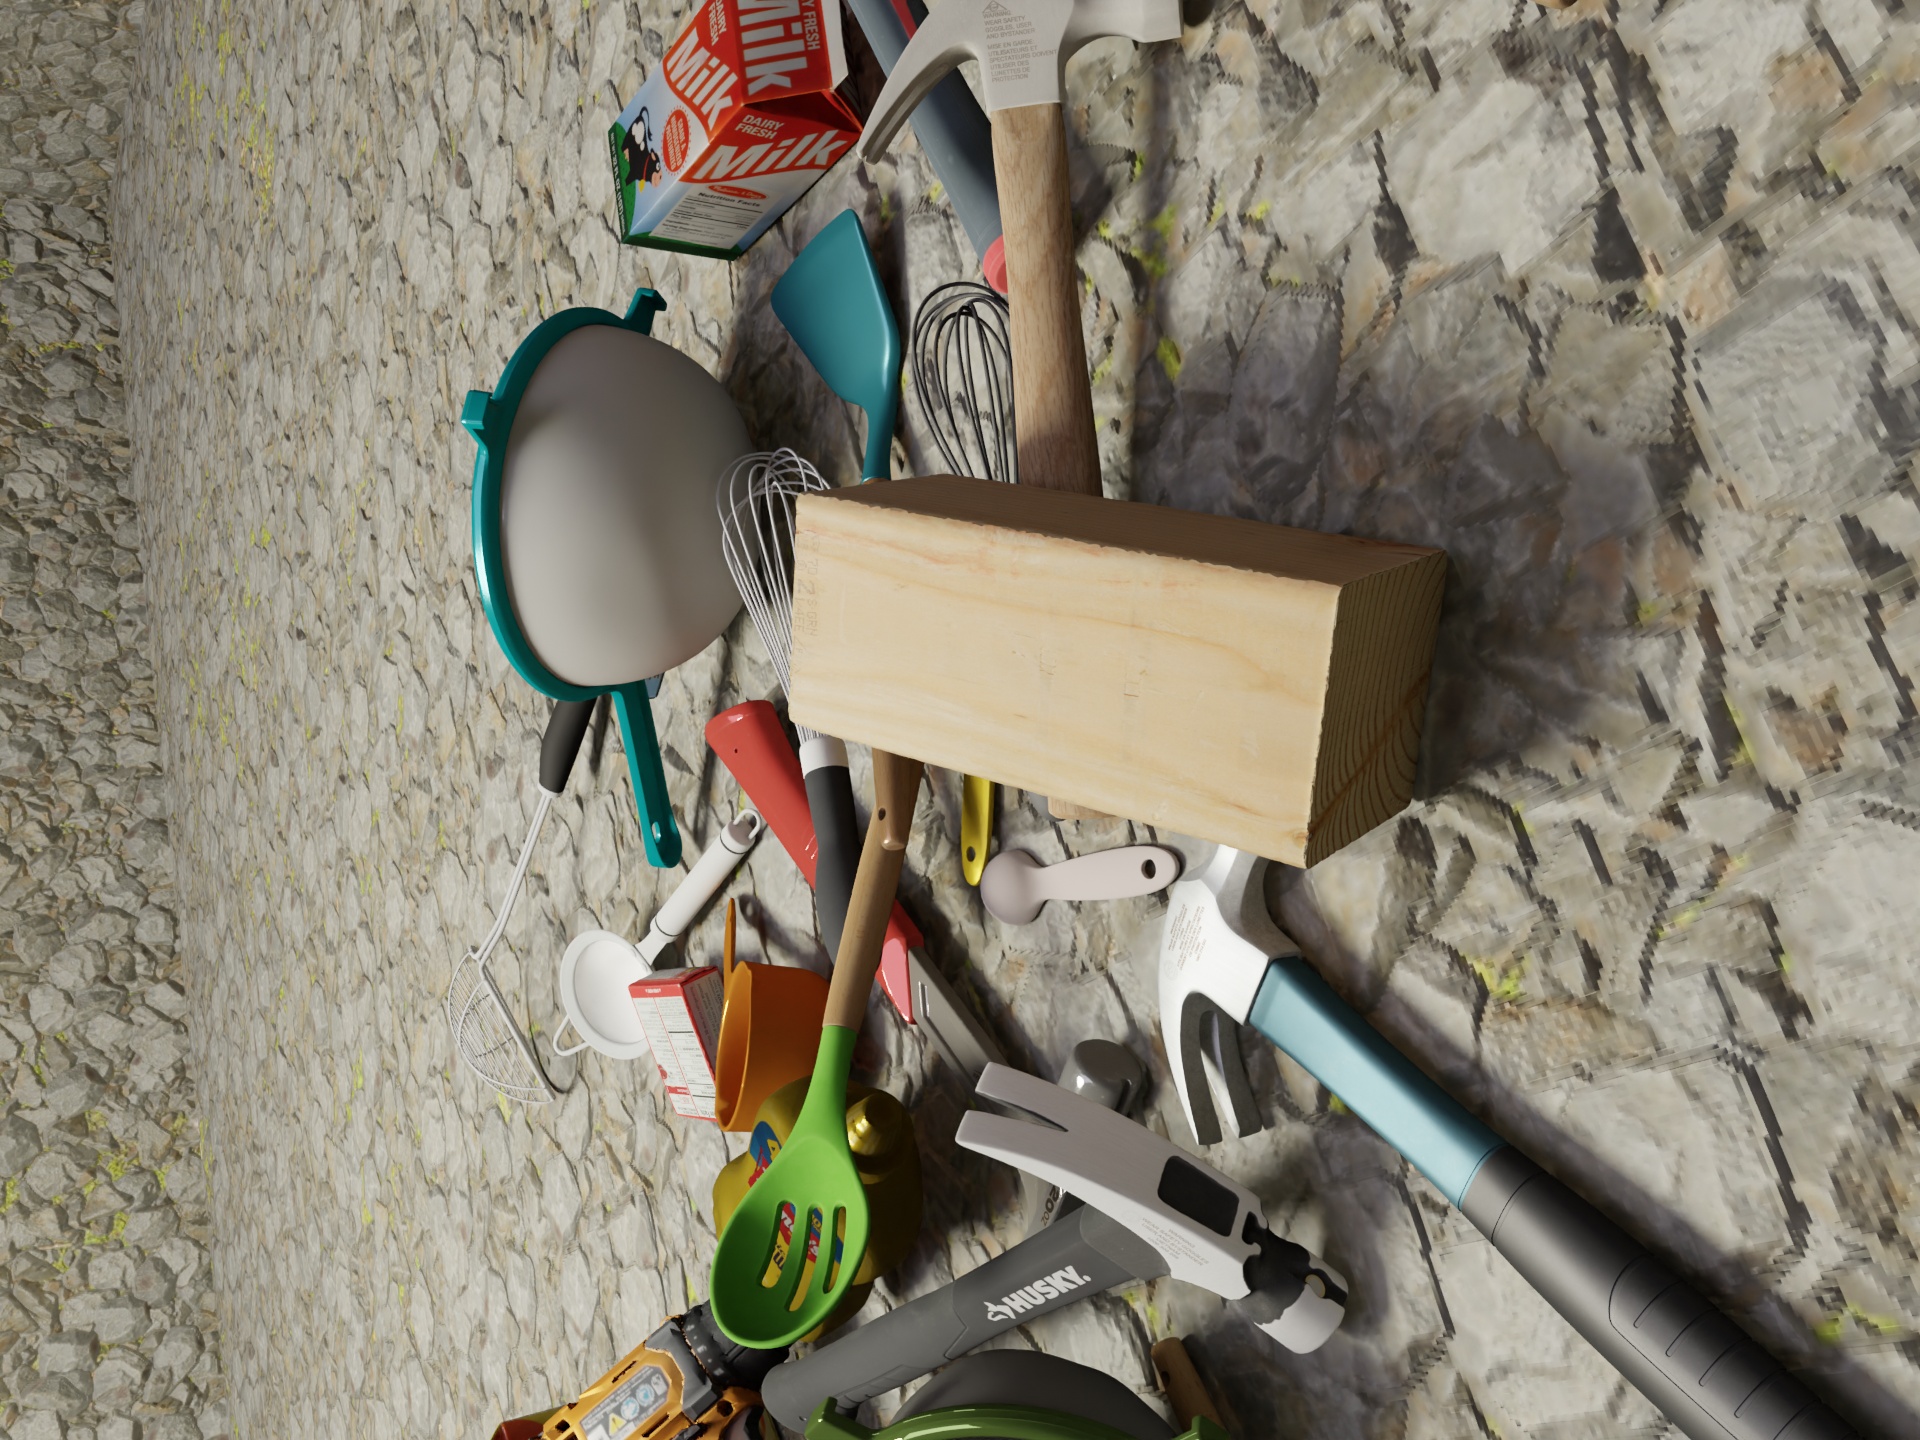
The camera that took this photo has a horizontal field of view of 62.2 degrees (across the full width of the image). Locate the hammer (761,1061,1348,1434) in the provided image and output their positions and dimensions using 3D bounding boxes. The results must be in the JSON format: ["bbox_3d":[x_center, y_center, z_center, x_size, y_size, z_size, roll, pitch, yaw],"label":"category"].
[{"bbox_3d":[-0.004,0.244,0.660,0.334,0.146,0.035,-46,10,45],"label":"hammer"}]

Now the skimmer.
[{"bbox_3d":[-0.283,0.105,1.132,0.127,0.090,0.363,40,113,50],"label":"skimmer"}]

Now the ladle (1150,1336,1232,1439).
[{"bbox_3d":[0.147,0.356,0.535,0.321,0.062,0.078,63,141,41],"label":"ladle"}]

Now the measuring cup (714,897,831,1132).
[{"bbox_3d":[-0.102,0.152,0.869,0.174,0.052,0.095,-108,31,-60],"label":"measuring cup"}]

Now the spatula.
[{"bbox_3d":[-0.049,-0.091,0.755,0.082,0.044,0.318,-31,55,46],"label":"spatula"}]

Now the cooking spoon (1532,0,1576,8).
[{"bbox_3d":[0.106,-0.311,0.576,0.319,0.017,0.068,51,131,41],"label":"cooking spoon"}]

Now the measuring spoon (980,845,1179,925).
[{"bbox_3d":[0.046,0.068,0.675,0.124,0.018,0.034,-17,78,53],"label":"measuring spoon"}]

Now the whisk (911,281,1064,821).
[{"bbox_3d":[0.019,-0.074,0.685,0.055,0.055,0.239,-19,79,53],"label":"whisk"}]

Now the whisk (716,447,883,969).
[{"bbox_3d":[-0.070,-0.010,0.776,0.070,0.070,0.285,-39,56,48],"label":"whisk"}]

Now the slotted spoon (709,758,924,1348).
[{"bbox_3d":[-0.044,0.110,0.690,0.070,0.031,0.314,-5,58,29],"label":"slotted spoon"}]

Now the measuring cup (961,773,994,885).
[{"bbox_3d":[-0.001,-0.002,0.726,0.062,0.029,0.156,0,89,55],"label":"measuring cup"}]

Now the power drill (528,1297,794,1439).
[{"bbox_3d":[-0.091,0.390,0.790,0.226,0.185,0.084,46,172,33],"label":"power drill"}]

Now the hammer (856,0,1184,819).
[{"bbox_3d":[0.035,-0.125,0.632,0.130,0.031,0.331,-4,96,10],"label":"hammer"}]

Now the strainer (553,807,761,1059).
[{"bbox_3d":[-0.182,0.132,0.981,0.087,0.050,0.258,50,127,12],"label":"strainer"}]

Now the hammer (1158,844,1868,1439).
[{"bbox_3d":[0.172,0.149,0.487,0.331,0.033,0.128,42,123,45],"label":"hammer"}]

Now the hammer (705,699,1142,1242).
[{"bbox_3d":[-0.042,0.111,0.786,0.359,0.036,0.149,48,128,42],"label":"hammer"}]

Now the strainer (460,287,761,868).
[{"bbox_3d":[-0.158,-0.056,0.881,0.095,0.211,0.340,5,121,17],"label":"strainer"}]

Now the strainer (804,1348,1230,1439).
[{"bbox_3d":[0.042,0.330,0.626,0.069,0.151,0.256,-71,-26,-56],"label":"strainer"}]

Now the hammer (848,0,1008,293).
[{"bbox_3d":[-0.059,-0.350,0.719,0.038,0.143,0.387,-50,56,49],"label":"hammer"}]
